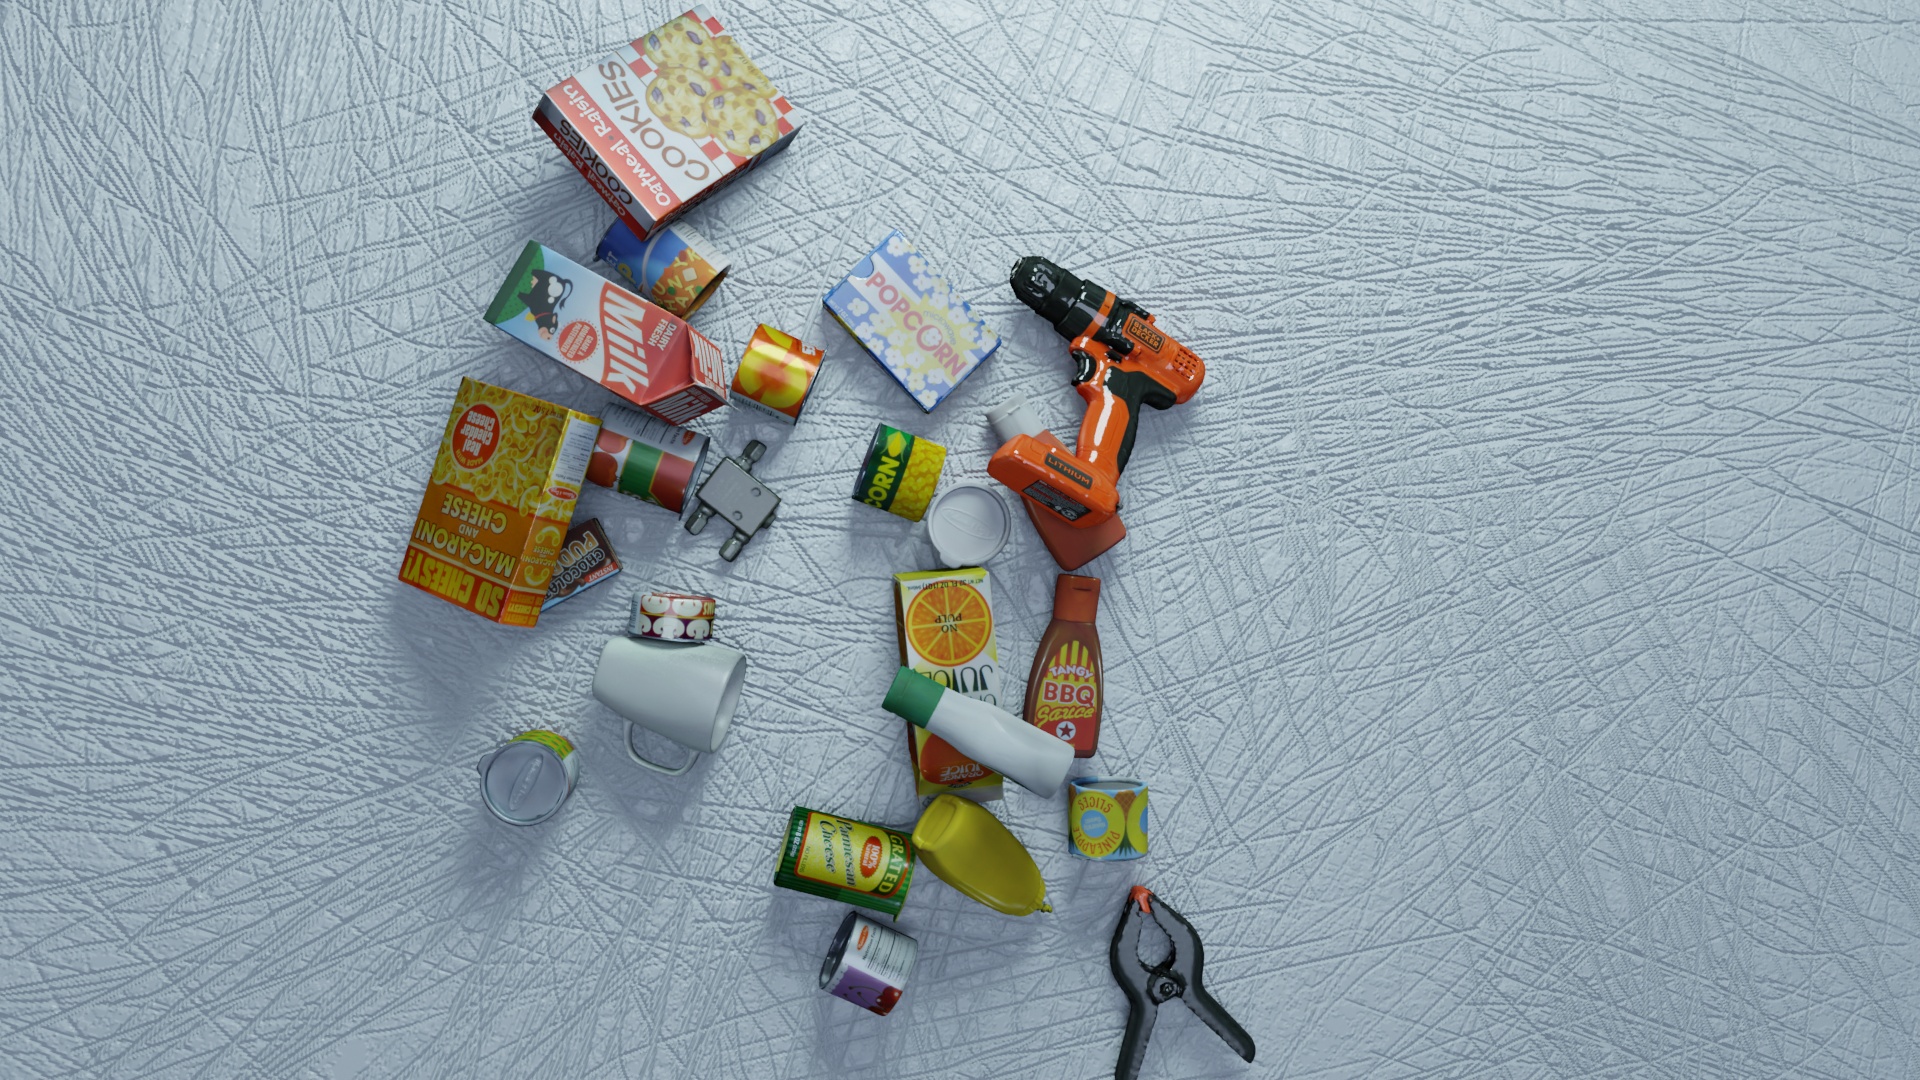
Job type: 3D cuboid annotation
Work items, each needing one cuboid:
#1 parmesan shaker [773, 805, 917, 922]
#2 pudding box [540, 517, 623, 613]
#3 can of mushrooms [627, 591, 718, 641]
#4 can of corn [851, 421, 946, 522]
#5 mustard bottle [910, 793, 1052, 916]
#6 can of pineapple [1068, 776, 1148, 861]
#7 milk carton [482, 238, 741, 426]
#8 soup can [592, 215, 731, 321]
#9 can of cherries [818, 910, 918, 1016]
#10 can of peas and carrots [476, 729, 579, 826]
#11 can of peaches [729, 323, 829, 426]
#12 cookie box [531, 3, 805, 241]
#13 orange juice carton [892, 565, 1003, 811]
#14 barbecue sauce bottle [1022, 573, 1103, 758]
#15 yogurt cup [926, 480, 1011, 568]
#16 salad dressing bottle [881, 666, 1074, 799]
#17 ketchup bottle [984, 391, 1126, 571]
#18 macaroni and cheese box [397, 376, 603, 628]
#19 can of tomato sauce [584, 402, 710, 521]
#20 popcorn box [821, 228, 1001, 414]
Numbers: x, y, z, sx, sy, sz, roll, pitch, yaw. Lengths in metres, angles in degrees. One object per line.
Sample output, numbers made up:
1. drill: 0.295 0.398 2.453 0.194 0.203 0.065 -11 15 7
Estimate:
1. parmesan shaker: -0.093 0.259 1.114 0.103 0.071 0.071 15 89 -7
2. pudding box: -0.317 0.022 1.102 0.084 0.030 0.049 -27 95 -6
3. can of mushrooms: -0.225 0.060 1.096 0.071 0.071 0.033 6 90 -7
4. can of corn: -0.050 -0.053 1.114 0.058 0.071 0.071 20 89 -8
5. mustard bottle: 0.026 0.266 1.124 0.160 0.049 0.065 47 70 -34
6. can of pineapple: 0.121 0.228 1.141 0.071 0.071 0.058 0 90 -7
7. milk carton: -0.256 -0.148 1.057 0.191 0.072 0.073 29 87 12
8. soup can: -0.234 -0.219 1.091 0.084 0.071 0.071 41 86 -6
9. can of cherries: -0.075 0.343 1.122 0.058 0.071 0.071 27 88 -8
10. can of peas and carrots: -0.338 0.184 1.088 0.071 0.058 0.071 0 91 -7
11. can of peaches: -0.144 -0.134 1.103 0.058 0.071 0.071 23 88 -6
12. cookie box: -0.222 -0.323 1.069 0.123 0.040 0.168 49 57 -6
13. orange juice carton: -0.008 0.120 1.121 0.072 0.073 0.192 -6 92 -8
14. barbecue sauce bottle: 0.089 0.103 1.148 0.065 0.043 0.148 7 90 -6
15. yogurt cup: 0.004 -0.014 1.130 0.072 0.054 0.072 0 91 -7
16. salad dressing bottle: 0.013 0.144 1.059 0.148 0.064 0.044 28 98 0
17. ketchup bottle: 0.074 -0.051 1.143 0.065 0.043 0.148 -33 95 -11
18. macaroni and cheese box: -0.352 -0.030 1.061 0.124 0.040 0.166 17 89 30
19. can of tomato sauce: -0.248 -0.063 1.092 0.083 0.071 0.071 20 89 -6
20. popcorn box: -0.040 -0.177 1.130 0.085 0.038 0.126 -44 96 -3
